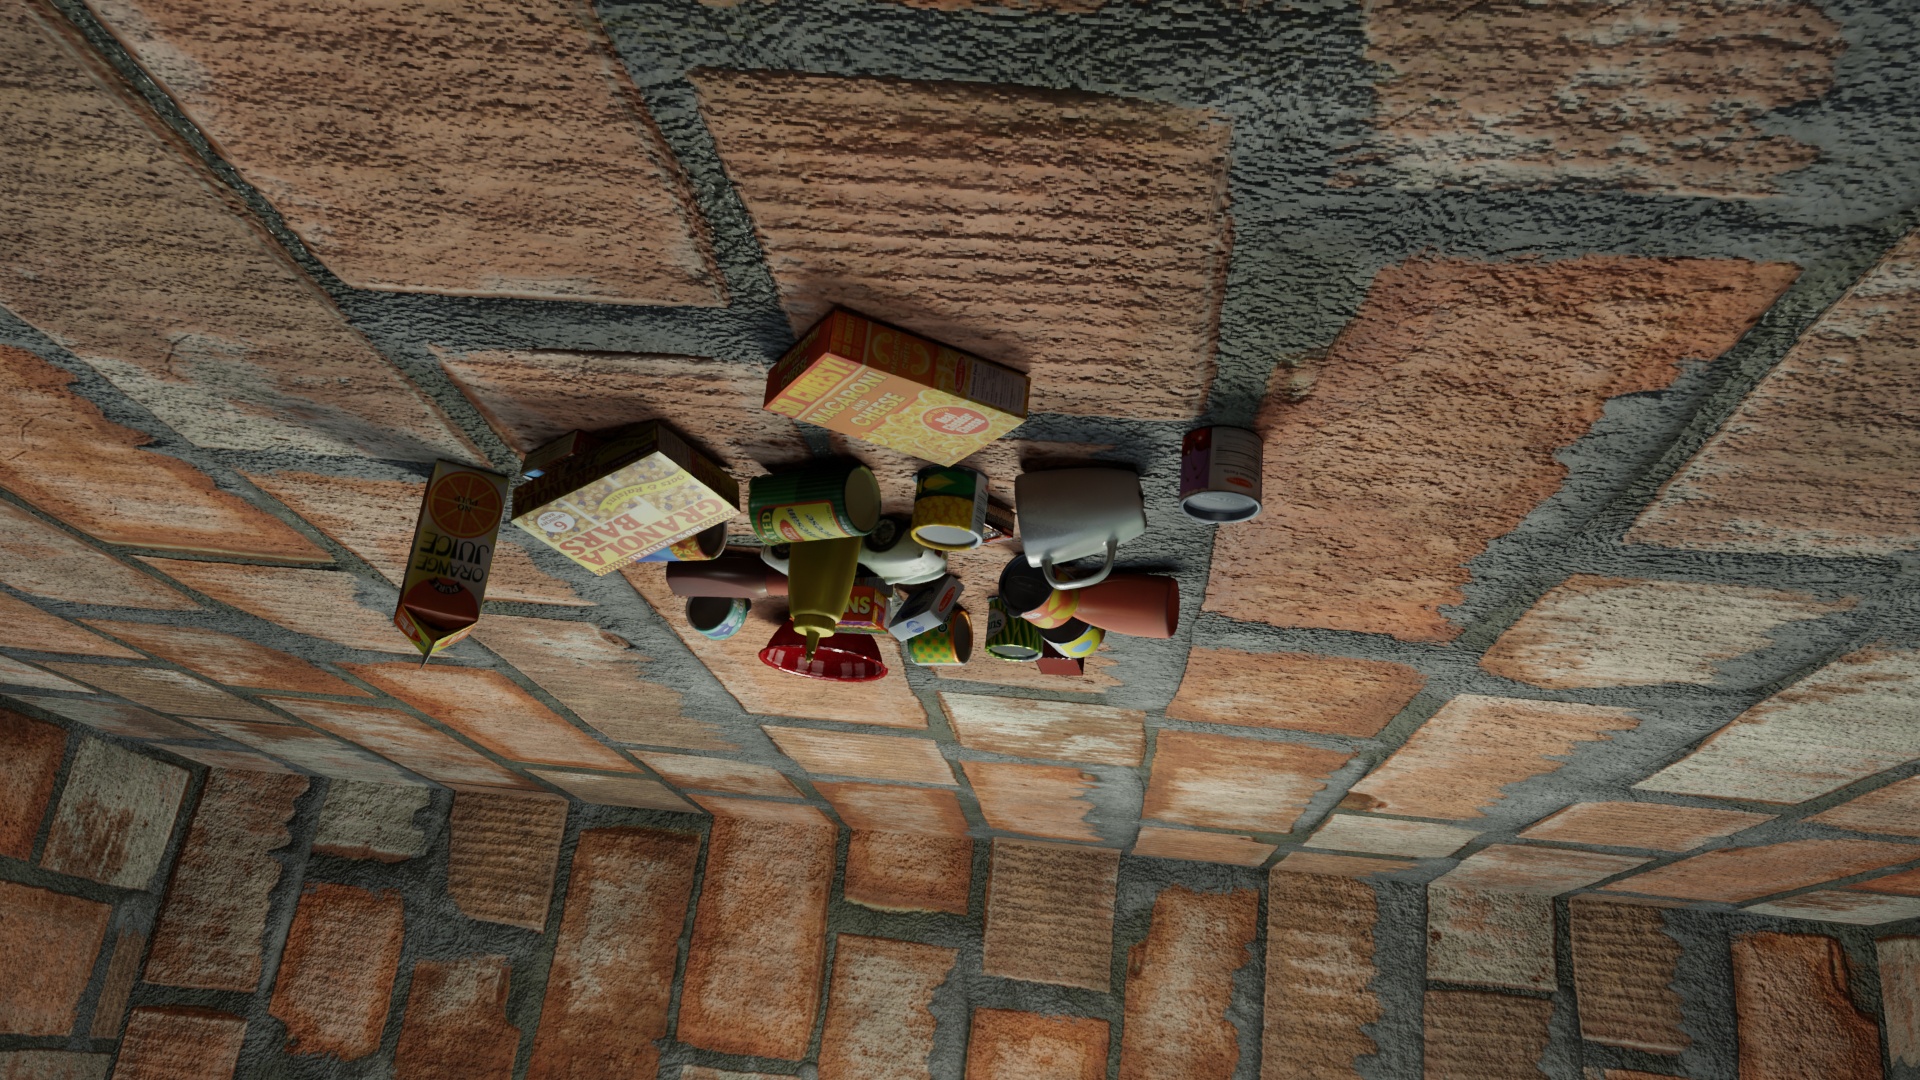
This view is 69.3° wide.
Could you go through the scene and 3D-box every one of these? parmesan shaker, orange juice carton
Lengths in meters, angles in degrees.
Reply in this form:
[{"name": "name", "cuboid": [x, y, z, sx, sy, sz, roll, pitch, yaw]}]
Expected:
[{"name": "parmesan shaker", "cuboid": [-0.133, -0.034, 1.260, 0.103, 0.071, 0.071, -5, 156, 28]}, {"name": "orange juice carton", "cuboid": [-0.500, 0.028, 1.354, 0.073, 0.193, 0.071, 15, 157, -24]}]

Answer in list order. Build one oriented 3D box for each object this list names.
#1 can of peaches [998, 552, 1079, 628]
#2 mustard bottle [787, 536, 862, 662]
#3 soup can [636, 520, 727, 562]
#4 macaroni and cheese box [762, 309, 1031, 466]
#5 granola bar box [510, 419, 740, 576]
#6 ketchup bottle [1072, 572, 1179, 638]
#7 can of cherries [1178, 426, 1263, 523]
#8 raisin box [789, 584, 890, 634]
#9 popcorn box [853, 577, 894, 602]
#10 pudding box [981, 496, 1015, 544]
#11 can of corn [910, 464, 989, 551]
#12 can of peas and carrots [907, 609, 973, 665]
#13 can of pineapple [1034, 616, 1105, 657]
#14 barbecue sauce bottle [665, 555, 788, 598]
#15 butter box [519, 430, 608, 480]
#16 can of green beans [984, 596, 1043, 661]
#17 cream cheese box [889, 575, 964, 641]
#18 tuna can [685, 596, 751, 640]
[{"name": "can of peaches", "cuboid": [0.080, 0.053, 1.422, 0.071, 0.071, 0.058, -6, 157, 31]}, {"name": "mustard bottle", "cuboid": [-0.134, 0.040, 1.322, 0.065, 0.161, 0.048, -5, 158, 31]}, {"name": "soup can", "cuboid": [-0.281, -0.014, 1.359, 0.084, 0.071, 0.071, -3, 158, 21]}, {"name": "macaroni and cheese box", "cuboid": [-0.050, -0.113, 1.060, 0.166, 0.040, 0.123, 16, 158, -26]}, {"name": "granola bar box", "cuboid": [-0.304, -0.036, 1.267, 0.165, 0.039, 0.124, -23, 145, 19]}, {"name": "ketchup bottle", "cuboid": [0.151, 0.063, 1.446, 0.149, 0.064, 0.044, 5, -164, 25]}, {"name": "can of cherries", "cuboid": [0.208, -0.052, 1.119, 0.071, 0.058, 0.071, 5, 160, 2]}, {"name": "raisin box", "cuboid": [-0.122, 0.070, 1.427, 0.086, 0.040, 0.123, 3, 171, 6]}, {"name": "popcorn box", "cuboid": [-0.118, 0.060, 1.546, 0.085, 0.038, 0.126, 8, 159, -3]}, {"name": "pudding box", "cuboid": [0.005, -0.016, 1.316, 0.083, 0.030, 0.049, -10, 155, 38]}, {"name": "can of corn", "cuboid": [-0.012, -0.029, 1.247, 0.071, 0.058, 0.071, 6, 159, 2]}, {"name": "can of peas and carrots", "cuboid": [-0.023, 0.111, 1.619, 0.058, 0.071, 0.071, -2, 158, 21]}, {"name": "can of pineapple", "cuboid": [0.121, 0.088, 1.511, 0.071, 0.071, 0.057, -2, 158, 22]}, {"name": "barbecue sauce bottle", "cuboid": [-0.244, 0.040, 1.525, 0.148, 0.044, 0.064, 1, 159, 12]}, {"name": "butter box", "cuboid": [-0.360, -0.071, 1.287, 0.053, 0.024, 0.103, 24, 154, -38]}, {"name": "can of green beans", "cuboid": [0.062, 0.100, 1.571, 0.071, 0.058, 0.071, 6, 159, 2]}, {"name": "cream cheese box", "cuboid": [-0.039, 0.076, 1.539, 0.024, 0.053, 0.103, 41, 148, -14]}, {"name": "tuna can", "cuboid": [-0.281, 0.079, 1.609, 0.071, 0.071, 0.032, -2, 157, 22]}]
